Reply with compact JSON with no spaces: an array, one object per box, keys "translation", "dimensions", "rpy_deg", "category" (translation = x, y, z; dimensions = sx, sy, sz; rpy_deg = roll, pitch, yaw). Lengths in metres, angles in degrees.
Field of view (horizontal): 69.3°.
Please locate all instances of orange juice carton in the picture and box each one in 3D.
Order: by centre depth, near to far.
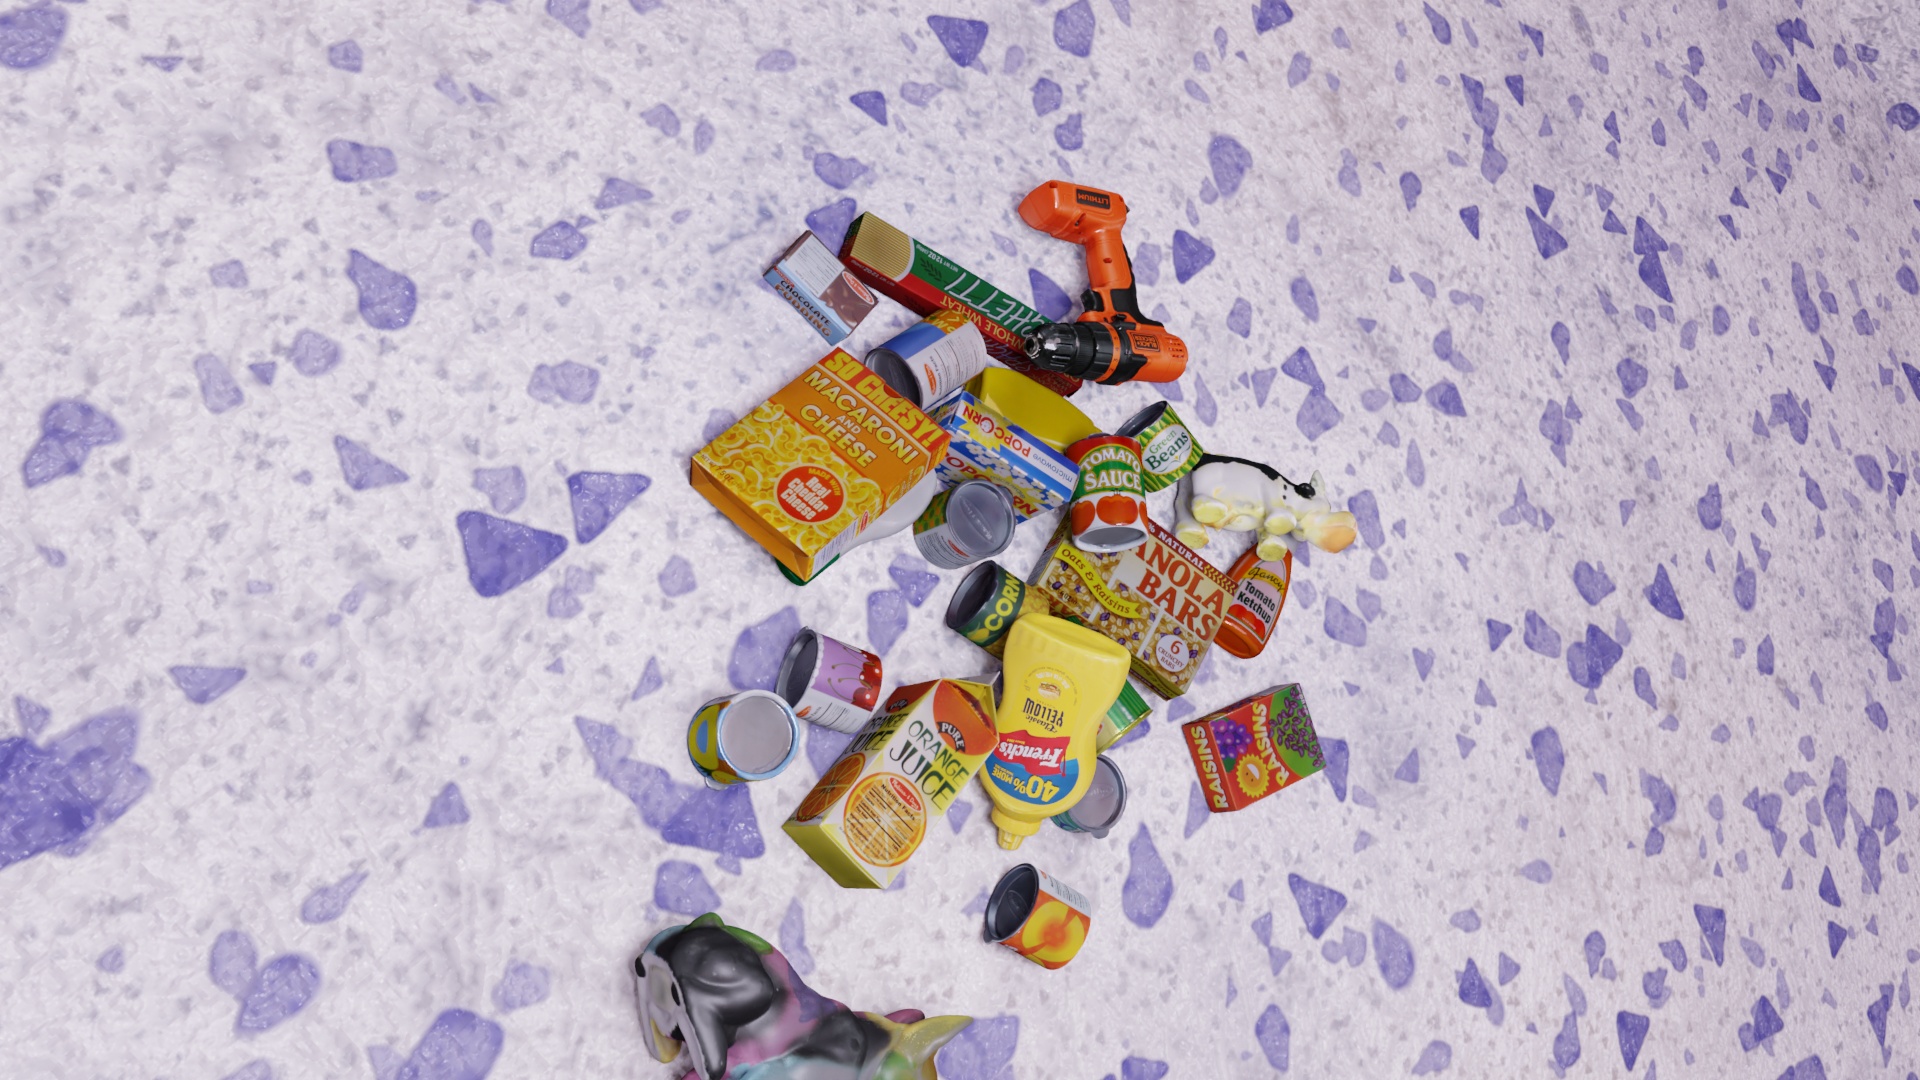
[{"translation":[-0.041,0.171,1.069],"dimensions":[0.073,0.071,0.193],"rpy_deg":[48,59,-13],"category":"orange juice carton"}]

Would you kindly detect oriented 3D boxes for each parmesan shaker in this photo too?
[{"translation":[0.104,0.120,1.153],"dimensions":[0.071,0.071,0.103],"rpy_deg":[-29,74,-33],"category":"parmesan shaker"}]

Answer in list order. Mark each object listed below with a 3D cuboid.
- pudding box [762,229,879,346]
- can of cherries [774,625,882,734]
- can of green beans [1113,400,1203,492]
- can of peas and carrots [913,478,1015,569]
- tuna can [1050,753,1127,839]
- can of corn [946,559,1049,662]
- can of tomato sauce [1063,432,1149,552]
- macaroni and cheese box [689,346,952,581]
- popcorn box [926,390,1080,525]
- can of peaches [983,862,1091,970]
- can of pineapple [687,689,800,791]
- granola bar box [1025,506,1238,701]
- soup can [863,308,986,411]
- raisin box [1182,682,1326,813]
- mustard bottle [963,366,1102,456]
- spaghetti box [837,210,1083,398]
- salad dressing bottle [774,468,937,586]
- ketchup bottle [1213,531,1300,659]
[{"translation":[-0.114,-0.207,1.143],"dimensions":[0.083,0.030,0.050],"rpy_deg":[44,59,-15],"category":"pudding box"},{"translation":[-0.099,0.105,1.053],"dimensions":[0.058,0.071,0.072],"rpy_deg":[23,67,-25],"category":"can of cherries"},{"translation":[0.179,-0.085,1.270],"dimensions":[0.057,0.071,0.071],"rpy_deg":[50,59,-12],"category":"can of green beans"},{"translation":[0.004,-0.014,1.150],"dimensions":[0.071,0.058,0.071],"rpy_deg":[8,74,-30],"category":"can of peas and carrots"},{"translation":[0.105,0.215,1.169],"dimensions":[0.071,0.032,0.071],"rpy_deg":[8,74,-30],"category":"tuna can"},{"translation":[0.032,0.059,1.142],"dimensions":[0.058,0.071,0.071],"rpy_deg":[35,63,-21],"category":"can of corn"},{"translation":[0.124,-0.040,1.176],"dimensions":[0.071,0.071,0.083],"rpy_deg":[9,66,-29],"category":"can of tomato sauce"},{"translation":[-0.106,-0.064,1.077],"dimensions":[0.124,0.040,0.167],"rpy_deg":[39,58,13],"category":"macaroni and cheese box"},{"translation":[0.025,-0.066,1.160],"dimensions":[0.126,0.085,0.038],"rpy_deg":[32,63,-21],"category":"popcorn box"},{"translation":[0.061,0.301,1.103],"dimensions":[0.058,0.071,0.071],"rpy_deg":[33,63,-21],"category":"can of peaches"},{"translation":[-0.158,0.145,1.012],"dimensions":[0.071,0.057,0.071],"rpy_deg":[8,74,-30],"category":"can of pineapple"},{"translation":[0.151,0.043,1.222],"dimensions":[0.165,0.039,0.125],"rpy_deg":[36,62,-8],"category":"granola bar box"},{"translation":[-0.031,-0.148,1.158],"dimensions":[0.084,0.071,0.071],"rpy_deg":[-37,99,-36],"category":"soup can"},{"translation":[0.270,0.189,1.273],"dimensions":[0.124,0.040,0.086],"rpy_deg":[-16,88,-34],"category":"raisin box"},{"translation":[0.076,-0.097,1.220],"dimensions":[0.160,0.048,0.065],"rpy_deg":[23,66,-26],"category":"mustard bottle"},{"translation":[0.009,-0.204,1.218],"dimensions":[0.250,0.028,0.050],"rpy_deg":[27,65,-23],"category":"spaghetti box"},{"translation":[-0.083,-0.019,1.107],"dimensions":[0.148,0.043,0.064],"rpy_deg":[-39,91,-31],"category":"salad dressing bottle"},{"translation":[0.283,0.038,1.316],"dimensions":[0.064,0.043,0.149],"rpy_deg":[39,60,-9],"category":"ketchup bottle"}]
